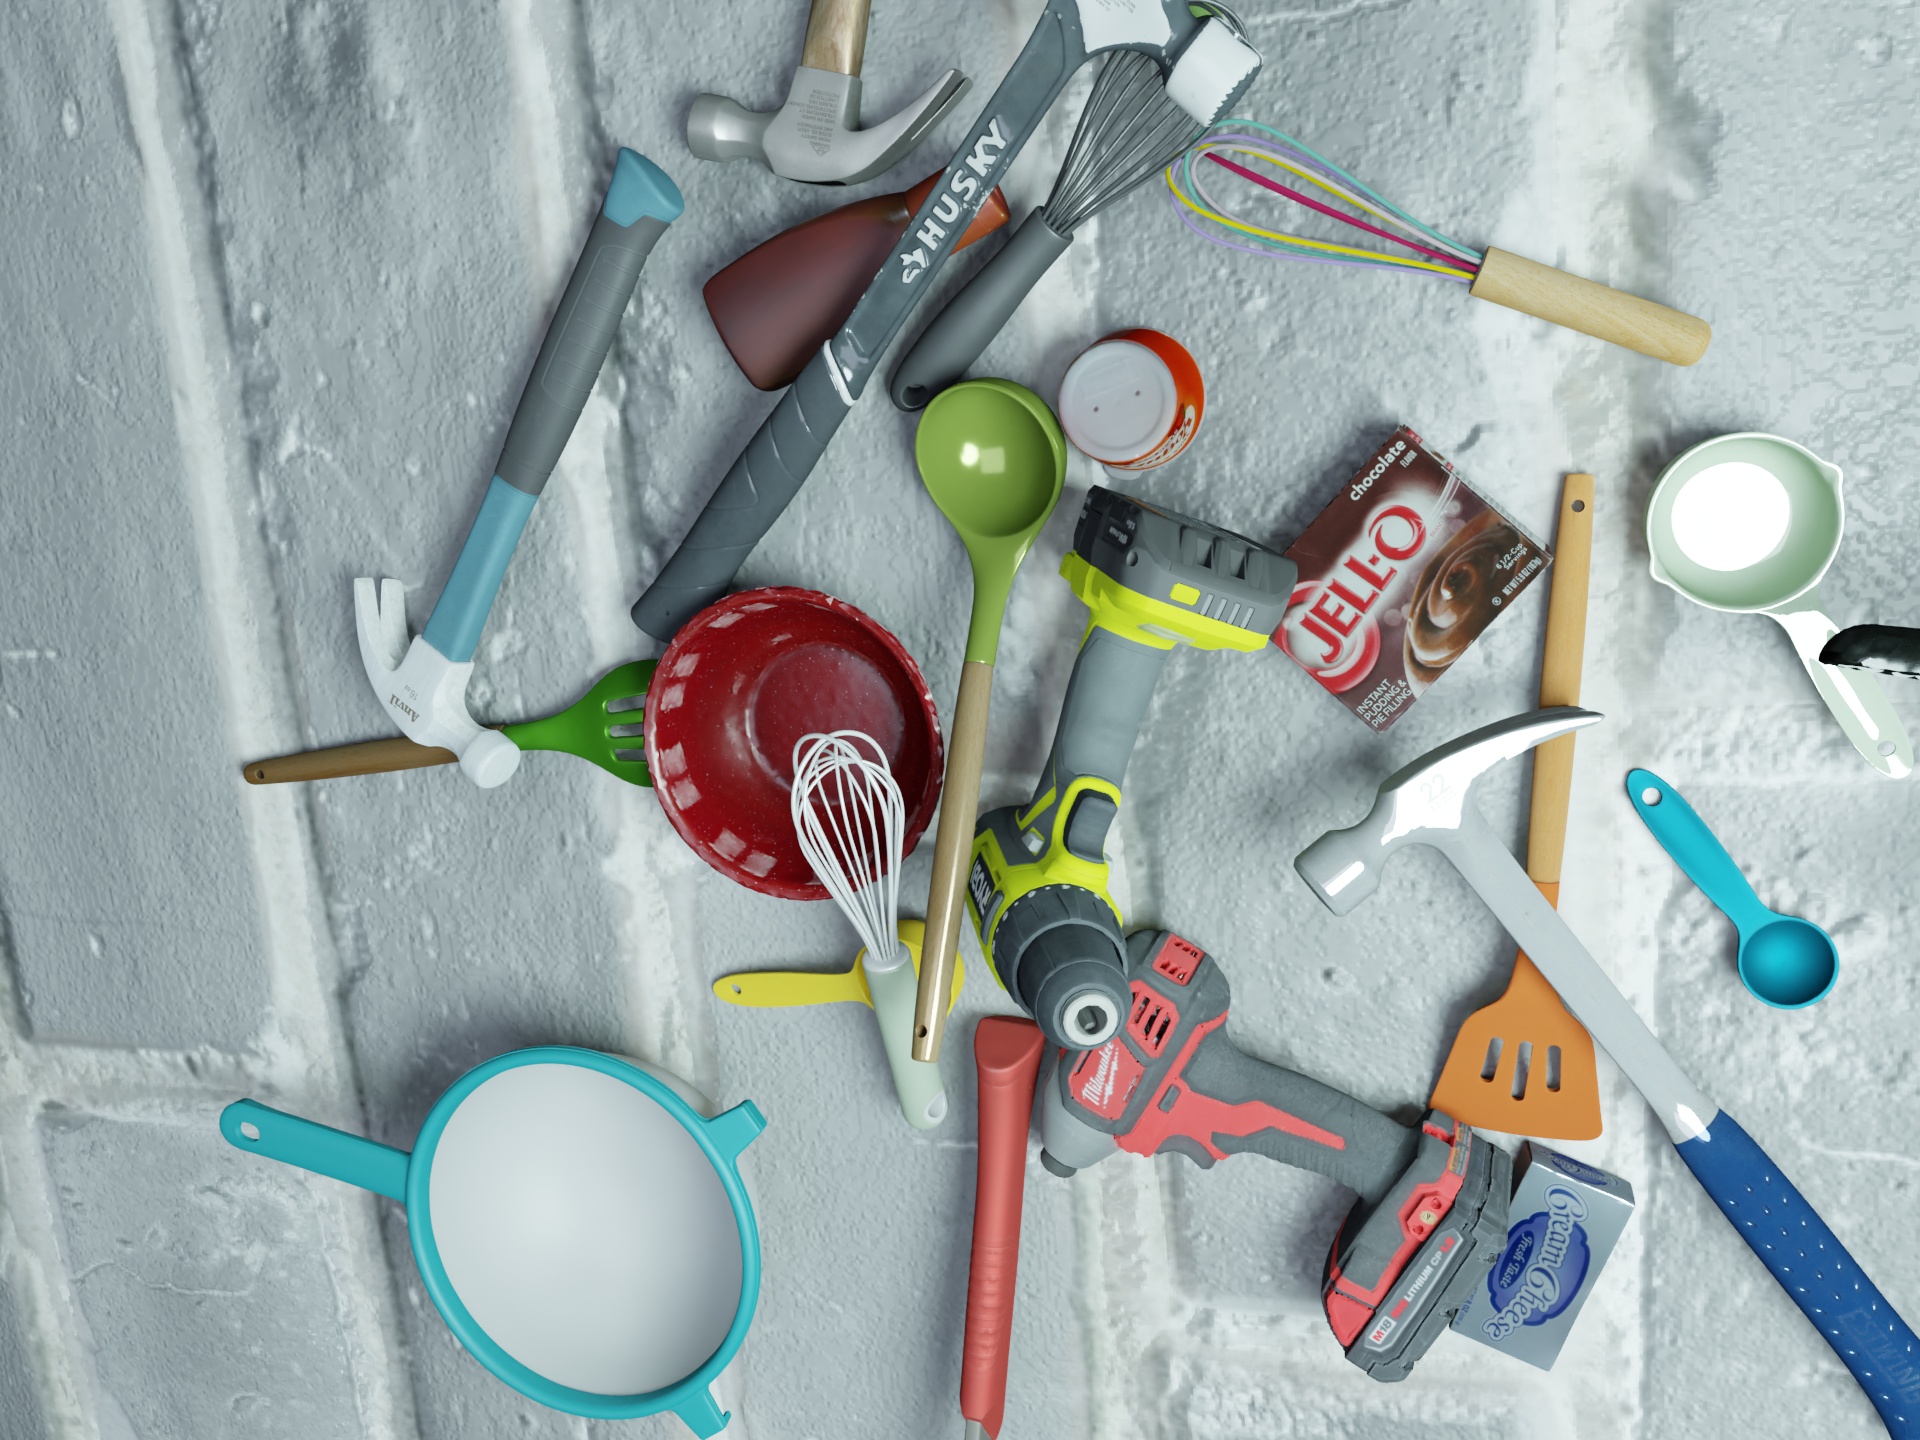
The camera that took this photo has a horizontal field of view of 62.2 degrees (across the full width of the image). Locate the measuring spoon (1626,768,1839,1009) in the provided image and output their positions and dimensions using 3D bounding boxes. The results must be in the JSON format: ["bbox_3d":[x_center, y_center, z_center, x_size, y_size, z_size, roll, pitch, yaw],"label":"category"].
[{"bbox_3d":[0.349,0.074,0.730,0.042,0.021,0.129,-38,80,11],"label":"measuring spoon"}]

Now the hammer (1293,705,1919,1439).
[{"bbox_3d":[0.331,0.171,0.719,0.144,0.035,0.405,-40,96,4],"label":"hammer"}]

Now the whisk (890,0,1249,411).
[{"bbox_3d":[0.039,-0.225,0.720,0.055,0.055,0.239,47,123,2],"label":"whisk"}]

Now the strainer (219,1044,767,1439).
[{"bbox_3d":[-0.254,0.257,0.906,0.340,0.095,0.211,11,102,16],"label":"strainer"}]

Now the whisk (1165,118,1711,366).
[{"bbox_3d":[0.207,-0.208,0.695,0.245,0.047,0.051,21,119,7],"label":"whisk"}]

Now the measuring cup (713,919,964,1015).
[{"bbox_3d":[-0.067,0.137,0.863,0.156,0.029,0.062,-8,113,30],"label":"measuring cup"}]

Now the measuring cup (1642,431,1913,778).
[{"bbox_3d":[0.359,-0.049,0.686,0.083,0.038,0.167,-33,93,20],"label":"measuring cup"}]

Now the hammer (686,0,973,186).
[{"bbox_3d":[-0.037,-0.414,0.724,0.130,0.031,0.331,16,106,13],"label":"hammer"}]

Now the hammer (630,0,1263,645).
[{"bbox_3d":[-0.049,-0.178,0.728,0.149,0.036,0.408,42,123,1],"label":"hammer"}]

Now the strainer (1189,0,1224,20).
[{"bbox_3d":[0.057,-0.390,0.690,0.151,0.069,0.256,-31,112,-10],"label":"strainer"}]

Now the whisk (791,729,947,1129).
[{"bbox_3d":[-0.039,0.110,0.788,0.059,0.058,0.246,15,129,38],"label":"whisk"}]

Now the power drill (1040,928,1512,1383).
[{"bbox_3d":[0.146,0.215,0.787,0.220,0.078,0.143,31,113,11],"label":"power drill"}]

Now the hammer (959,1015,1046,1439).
[{"bbox_3d":[0.017,0.336,0.848,0.037,0.149,0.359,5,92,19],"label":"hammer"}]

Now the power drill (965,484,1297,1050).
[{"bbox_3d":[0.066,0.021,0.711,0.080,0.191,0.228,17,102,-11],"label":"power drill"}]

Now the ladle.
[{"bbox_3d":[-0.001,-0.002,0.741,0.078,0.062,0.320,4,82,31],"label":"ladle"}]

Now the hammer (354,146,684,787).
[{"bbox_3d":[-0.226,-0.136,0.832,0.128,0.033,0.331,34,106,20],"label":"hammer"}]

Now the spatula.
[{"bbox_3d":[0.272,0.048,0.741,0.081,0.041,0.322,5,99,17],"label":"spatula"}]

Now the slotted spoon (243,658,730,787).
[{"bbox_3d":[-0.276,0.015,0.894,0.314,0.031,0.070,-7,98,19],"label":"slotted spoon"}]
